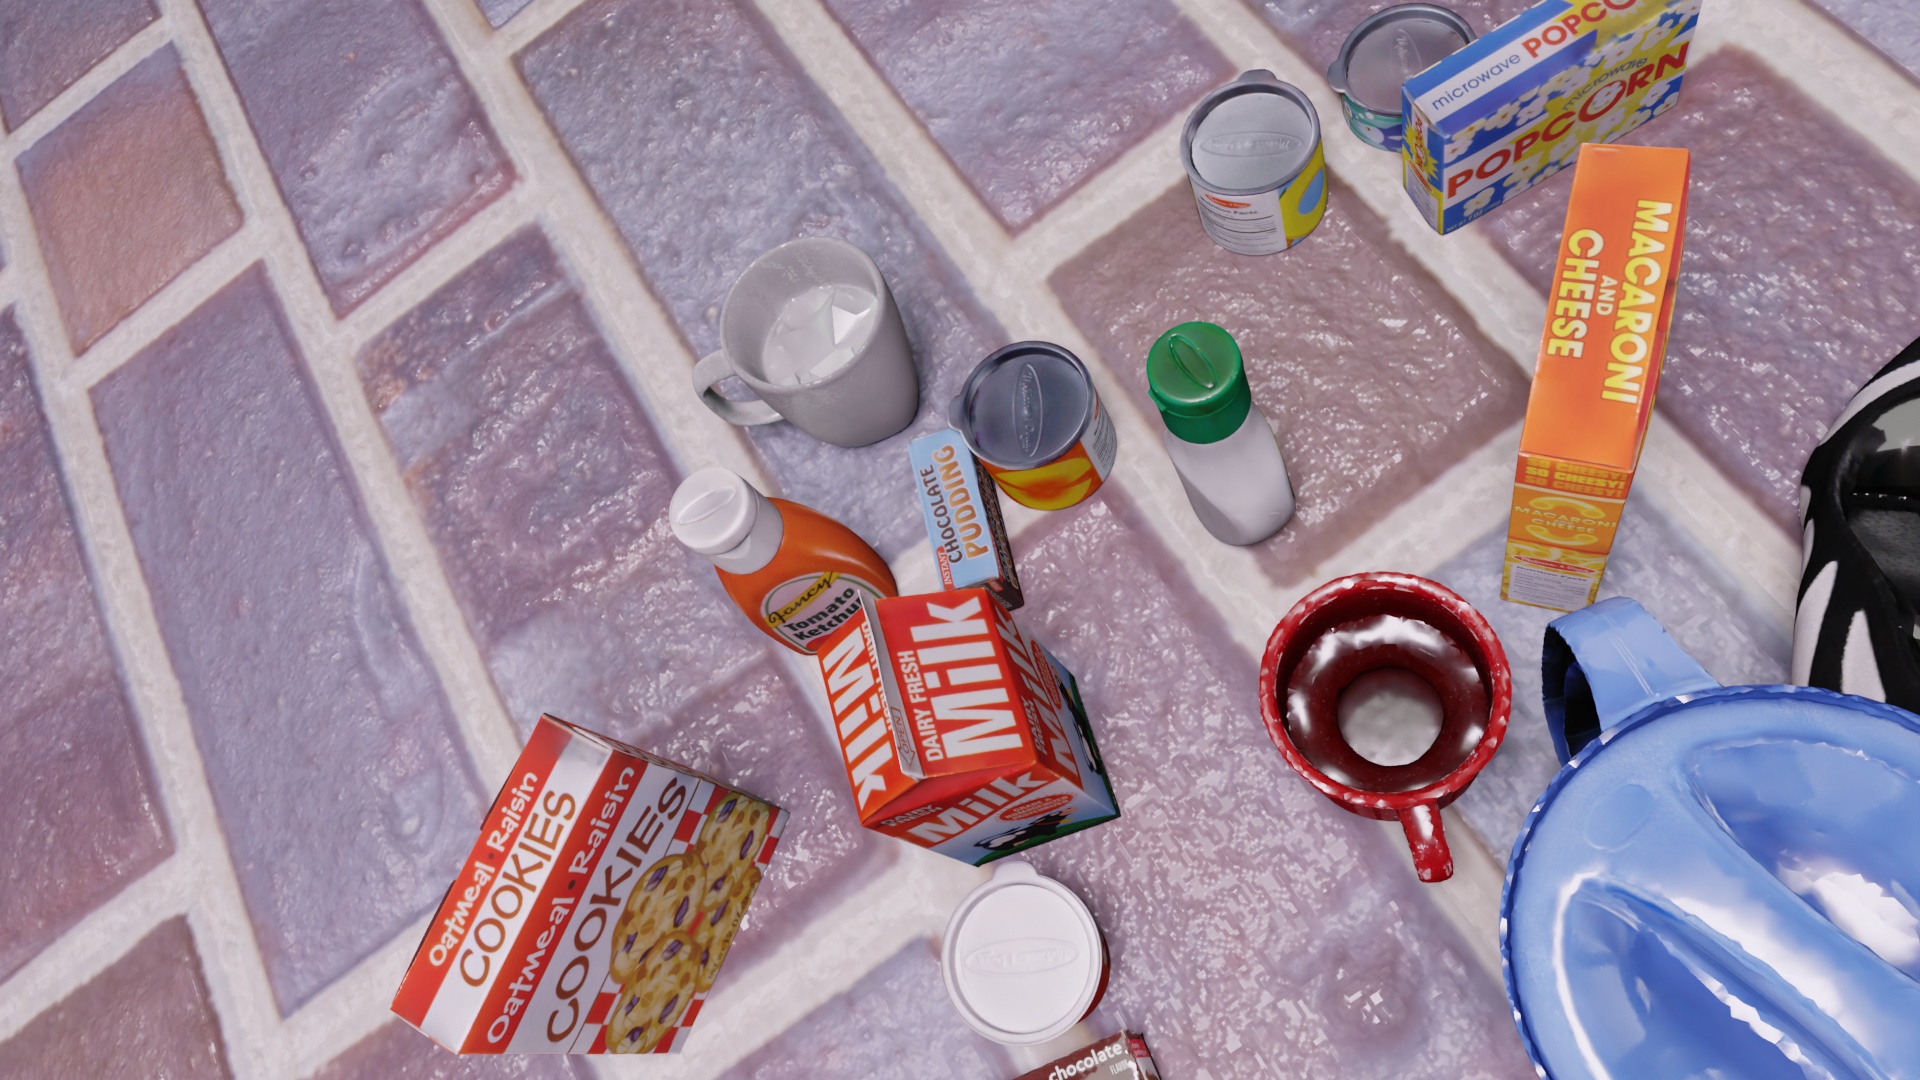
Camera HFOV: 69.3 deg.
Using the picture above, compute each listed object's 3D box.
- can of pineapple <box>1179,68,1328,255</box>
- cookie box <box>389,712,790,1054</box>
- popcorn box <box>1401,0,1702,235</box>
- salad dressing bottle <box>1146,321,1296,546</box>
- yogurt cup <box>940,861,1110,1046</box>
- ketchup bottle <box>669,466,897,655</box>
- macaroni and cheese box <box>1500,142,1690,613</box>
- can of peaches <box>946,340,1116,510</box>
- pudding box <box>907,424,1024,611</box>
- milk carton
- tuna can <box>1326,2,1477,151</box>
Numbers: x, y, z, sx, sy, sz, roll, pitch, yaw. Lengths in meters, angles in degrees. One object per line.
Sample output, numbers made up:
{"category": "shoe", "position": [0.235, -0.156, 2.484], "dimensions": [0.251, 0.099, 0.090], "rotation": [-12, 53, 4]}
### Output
{"category": "can of pineapple", "position": [0.146, -0.184, 0.682], "dimensions": [0.071, 0.057, 0.071], "rotation": [-6, 69, 17]}
{"category": "cookie box", "position": [-0.148, 0.153, 0.593], "dimensions": [0.040, 0.167, 0.123], "rotation": [20, 78, 24]}
{"category": "popcorn box", "position": [0.266, -0.204, 0.634], "dimensions": [0.126, 0.085, 0.038], "rotation": [-30, 64, 6]}
{"category": "salad dressing bottle", "position": [0.110, -0.043, 0.591], "dimensions": [0.044, 0.147, 0.064], "rotation": [-35, 64, 4]}
{"category": "yogurt cup", "position": [0.031, 0.177, 0.586], "dimensions": [0.072, 0.054, 0.072], "rotation": [-6, 69, 17]}
{"category": "ketchup bottle", "position": [-0.082, 0.009, 0.635], "dimensions": [0.064, 0.148, 0.044], "rotation": [-32, 64, 6]}
{"category": "macaroni and cheese box", "position": [0.244, -0.055, 0.539], "dimensions": [0.040, 0.166, 0.124], "rotation": [11, 75, 22]}
{"category": "can of peaches", "position": [0.036, -0.054, 0.670], "dimensions": [0.071, 0.058, 0.071], "rotation": [-6, 69, 17]}
{"category": "pudding box", "position": [0.002, -0.008, 0.669], "dimensions": [0.030, 0.049, 0.084], "rotation": [-19, 66, 12]}
{"category": "milk carton", "position": [0.002, 0.077, 0.558], "dimensions": [0.073, 0.190, 0.072], "rotation": [-22, 65, 10]}
{"category": "tuna can", "position": [0.219, -0.228, 0.688], "dimensions": [0.071, 0.032, 0.071], "rotation": [-6, 68, 17]}
